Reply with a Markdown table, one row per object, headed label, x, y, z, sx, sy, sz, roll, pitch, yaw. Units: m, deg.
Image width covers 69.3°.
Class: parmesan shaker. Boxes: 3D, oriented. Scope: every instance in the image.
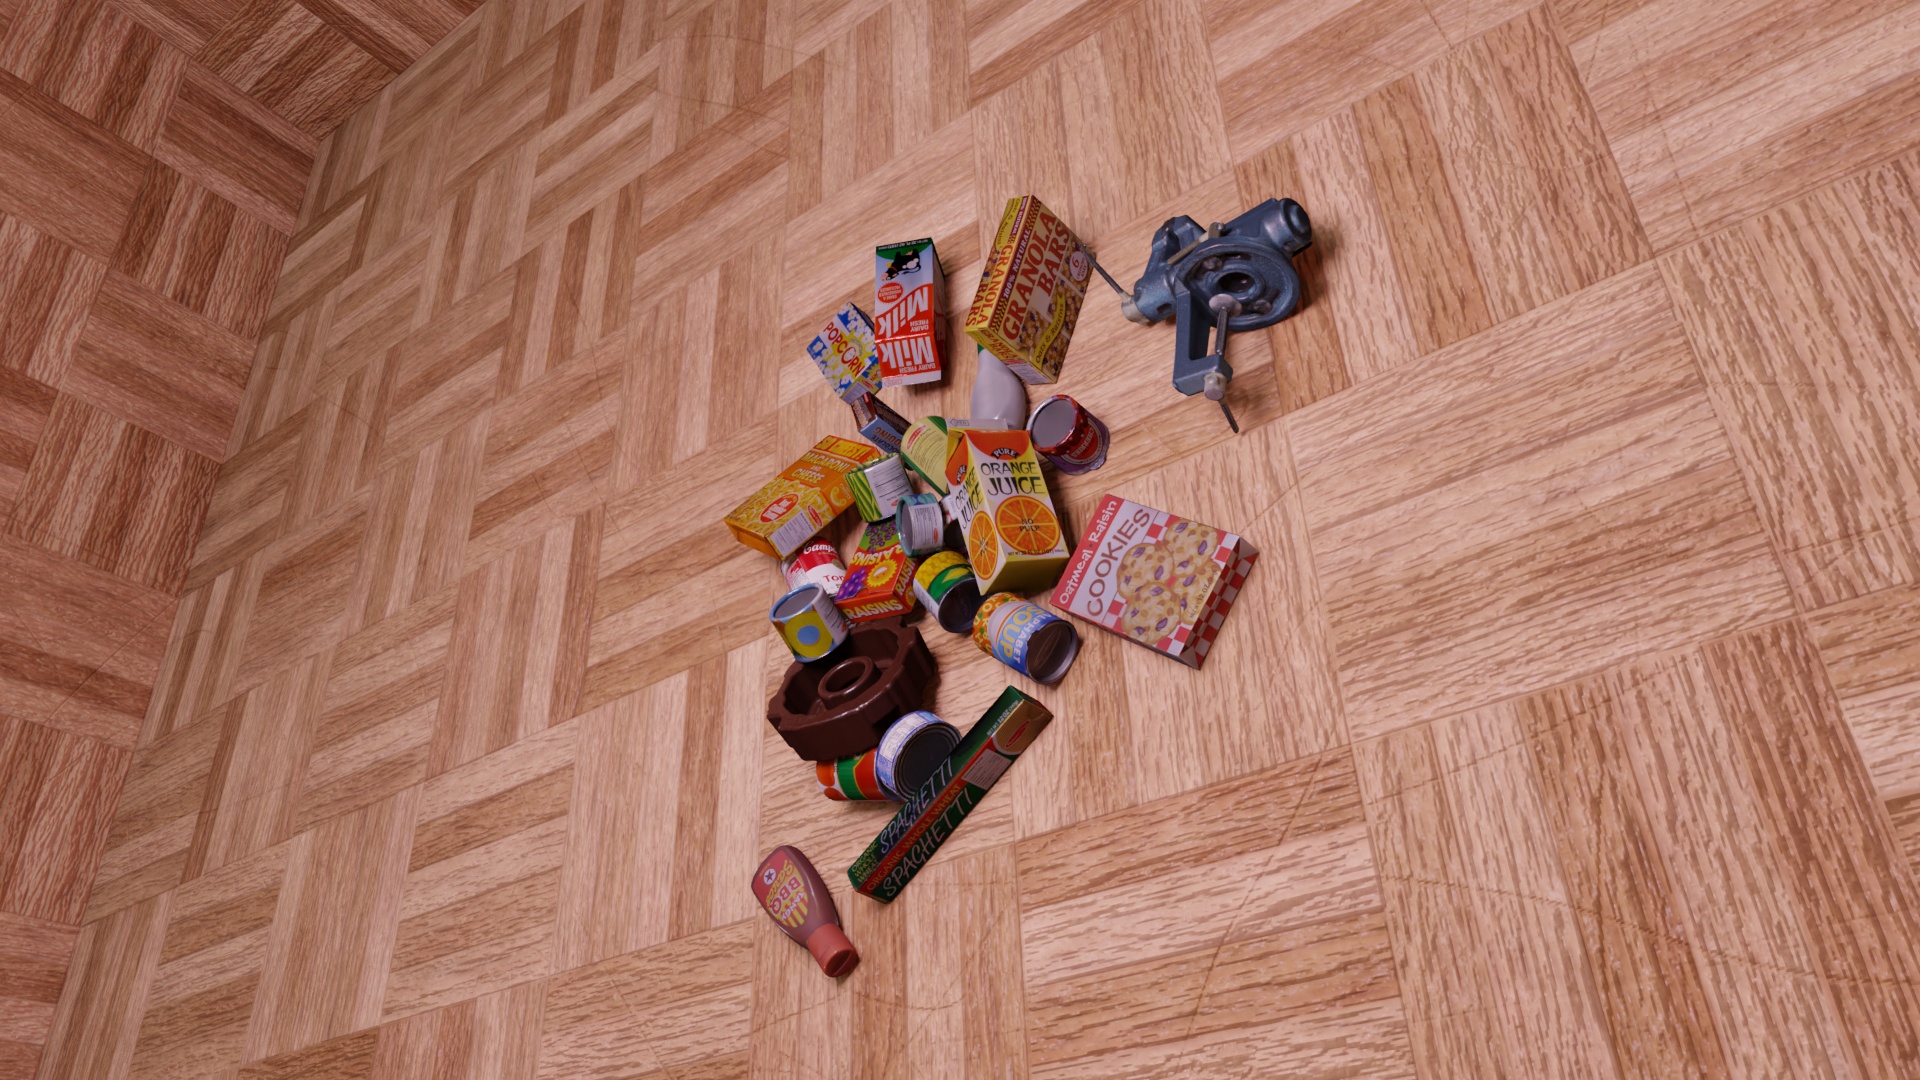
| label | x | y | z | sx | sy | sz | roll | pitch | yaw |
| --- | --- | --- | --- | --- | --- | --- | --- | --- | --- |
| parmesan shaker | -0.014 | -0.082 | 1.515 | 0.071 | 0.071 | 0.103 | -51 | 44 | 6 |

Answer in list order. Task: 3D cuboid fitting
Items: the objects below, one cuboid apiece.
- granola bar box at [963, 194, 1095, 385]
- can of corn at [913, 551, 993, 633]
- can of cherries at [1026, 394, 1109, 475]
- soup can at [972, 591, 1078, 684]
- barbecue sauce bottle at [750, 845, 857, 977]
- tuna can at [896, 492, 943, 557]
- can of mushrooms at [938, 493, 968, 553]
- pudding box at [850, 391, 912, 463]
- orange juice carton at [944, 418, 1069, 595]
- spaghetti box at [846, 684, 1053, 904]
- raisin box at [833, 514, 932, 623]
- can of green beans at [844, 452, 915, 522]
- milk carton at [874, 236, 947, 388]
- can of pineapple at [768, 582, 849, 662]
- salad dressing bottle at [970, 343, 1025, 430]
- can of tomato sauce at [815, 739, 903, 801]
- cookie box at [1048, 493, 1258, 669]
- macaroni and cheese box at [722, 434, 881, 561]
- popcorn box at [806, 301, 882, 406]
| label | x | y | z | sx | sy | sz | roll | pitch | yaw |
| --- | --- | --- | --- | --- | --- | --- | --- | --- | --- |
| granola bar box | 0.078 | -0.270 | 1.504 | 0.039 | 0.124 | 0.166 | 2 | 68 | 43 |
| can of corn | -0.005 | 0.051 | 1.428 | 0.071 | 0.071 | 0.058 | -51 | 43 | 6 |
| can of cherries | 0.111 | -0.108 | 1.425 | 0.071 | 0.058 | 0.072 | -21 | 53 | 31 |
| soup can | 0.060 | 0.092 | 1.341 | 0.084 | 0.071 | 0.071 | 26 | 84 | 47 |
| barbecue sauce bottle | -0.153 | 0.371 | 1.381 | 0.065 | 0.043 | 0.149 | -52 | 44 | 3 |
| tuna can | -0.043 | -0.016 | 1.446 | 0.071 | 0.033 | 0.071 | 174 | 89 | -72 |
| can of mushrooms | 0.005 | -0.018 | 1.462 | 0.071 | 0.071 | 0.033 | -38 | 47 | 18 |
| pudding box | -0.086 | -0.129 | 1.591 | 0.030 | 0.083 | 0.050 | -36 | 46 | 19 |
| orange juice carton | 0.040 | -0.045 | 1.399 | 0.072 | 0.072 | 0.193 | 121 | 140 | -52 |
| spaghetti box | -0.012 | 0.244 | 1.329 | 0.249 | 0.050 | 0.029 | -50 | 42 | 7 |
| raisin box | -0.077 | 0.026 | 1.500 | 0.086 | 0.040 | 0.124 | -12 | 42 | 35 |
| can of green beans | -0.088 | -0.059 | 1.538 | 0.071 | 0.057 | 0.071 | -21 | 11 | 4 |
| milk carton | -0.058 | -0.260 | 1.639 | 0.072 | 0.073 | 0.191 | -8 | 58 | 9 |
| can of pineapple | -0.161 | 0.087 | 1.461 | 0.071 | 0.057 | 0.071 | -24 | 23 | 11 |
| salad dressing bottle | 0.040 | -0.177 | 1.541 | 0.064 | 0.044 | 0.148 | -29 | 48 | 33 |
| can of tomato sauce | -0.095 | 0.228 | 1.398 | 0.083 | 0.071 | 0.071 | -9 | 60 | 38 |
| cookie box | 0.176 | 0.034 | 1.297 | 0.167 | 0.040 | 0.123 | 22 | 81 | 46 |
| macaroni and cheese box | -0.178 | -0.051 | 1.602 | 0.167 | 0.040 | 0.124 | -40 | 29 | -19 |
| popcorn box | -0.133 | -0.230 | 1.727 | 0.085 | 0.038 | 0.127 | -45 | 44 | 10 |
